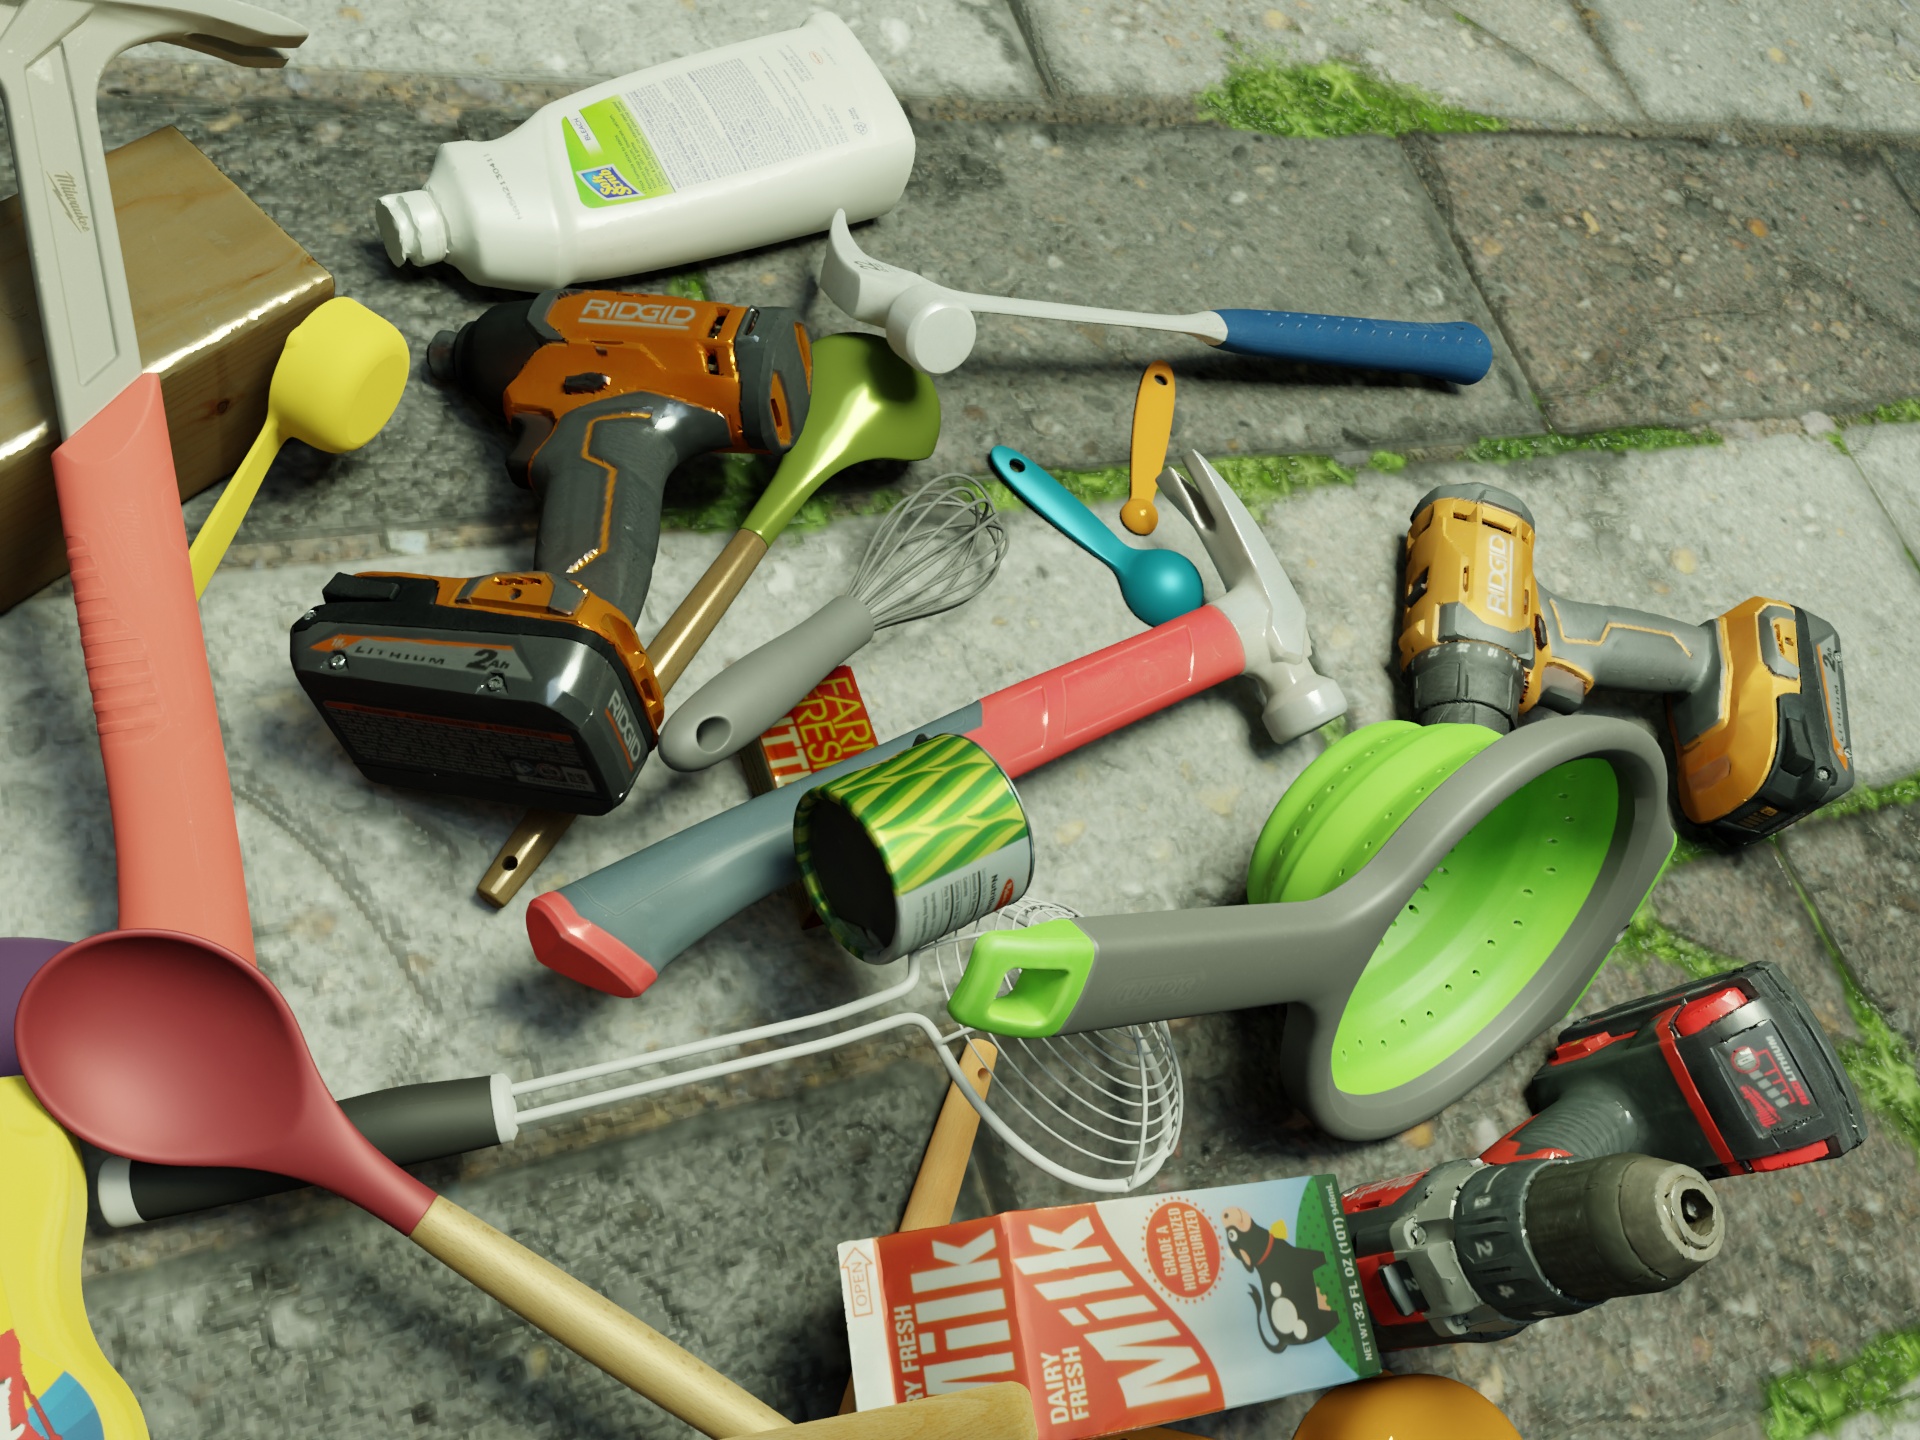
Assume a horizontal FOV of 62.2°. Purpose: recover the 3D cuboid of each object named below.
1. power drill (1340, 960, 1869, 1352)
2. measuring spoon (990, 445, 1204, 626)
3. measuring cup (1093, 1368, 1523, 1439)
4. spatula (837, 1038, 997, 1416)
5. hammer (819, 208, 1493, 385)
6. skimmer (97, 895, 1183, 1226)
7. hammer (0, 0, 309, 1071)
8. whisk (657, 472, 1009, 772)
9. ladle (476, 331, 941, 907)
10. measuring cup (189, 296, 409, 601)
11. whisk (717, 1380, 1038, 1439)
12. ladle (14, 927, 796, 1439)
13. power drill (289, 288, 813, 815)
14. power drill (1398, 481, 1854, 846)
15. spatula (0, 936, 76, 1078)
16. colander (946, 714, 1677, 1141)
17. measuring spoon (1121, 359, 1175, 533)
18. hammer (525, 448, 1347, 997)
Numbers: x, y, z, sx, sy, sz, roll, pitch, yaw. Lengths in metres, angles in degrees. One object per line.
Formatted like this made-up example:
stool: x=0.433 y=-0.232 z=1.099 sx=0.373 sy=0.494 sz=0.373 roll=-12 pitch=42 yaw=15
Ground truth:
power drill: x=0.250 y=0.168 z=0.609 sx=0.226 sy=0.188 sz=0.080 roll=-16 pitch=75 yaw=-33
measuring spoon: x=0.067 y=-0.094 z=0.767 sx=0.128 sy=0.021 sz=0.042 roll=40 pitch=58 yaw=0
measuring cup: x=0.133 y=0.276 z=0.578 sx=0.173 sy=0.052 sz=0.095 roll=18 pitch=58 yaw=-16
spatula: x=-0.033 y=0.250 z=0.530 sx=0.081 sy=0.041 sz=0.323 roll=36 pitch=52 yaw=-22
hammer: x=0.117 y=-0.205 z=0.814 sx=0.405 sy=0.035 sz=0.144 roll=-3 pitch=33 yaw=-32
skimmer: x=-0.094 y=0.137 z=0.558 sx=0.363 sy=0.090 sz=0.127 roll=-10 pitch=48 yaw=-13
hammer: x=-0.264 y=-0.064 z=0.522 sx=0.149 sy=0.037 sz=0.359 roll=-11 pitch=92 yaw=-41
whisk: x=-0.046 y=-0.043 z=0.649 sx=0.055 sy=0.055 sz=0.239 roll=43 pitch=42 yaw=3
ladle: x=-0.102 y=-0.051 z=0.669 sx=0.078 sy=0.062 sz=0.320 roll=30 pitch=63 yaw=3
measuring cup: x=-0.254 y=-0.085 z=0.595 sx=0.029 sy=0.062 sz=0.156 roll=26 pitch=81 yaw=-1
whisk: x=-0.098 y=0.231 z=0.470 sx=0.245 sy=0.051 sz=0.047 roll=-11 pitch=91 yaw=-3
ladle: x=-0.143 y=0.166 z=0.489 sx=0.315 sy=0.031 sz=0.069 roll=36 pitch=86 yaw=-6
power drill: x=-0.164 y=-0.082 z=0.619 sx=0.164 sy=0.084 sz=0.227 roll=8 pitch=54 yaw=12
power drill: x=0.325 y=-0.008 z=0.799 sx=0.226 sy=0.084 sz=0.185 roll=19 pitch=58 yaw=-8
spatula: x=-0.411 y=0.110 z=0.459 sx=0.315 sy=0.018 sz=0.060 roll=-7 pitch=67 yaw=-27
colander: x=0.128 y=0.064 z=0.609 sx=0.396 sy=0.204 sz=0.095 roll=3 pitch=29 yaw=-42
measuring spoon: x=0.099 y=-0.144 z=0.814 sx=0.021 sy=0.011 sz=0.117 roll=19 pitch=58 yaw=-13
hammer: x=-0.001 y=-0.002 z=0.646 sx=0.386 sy=0.038 sz=0.143 roll=-23 pitch=82 yaw=-34
